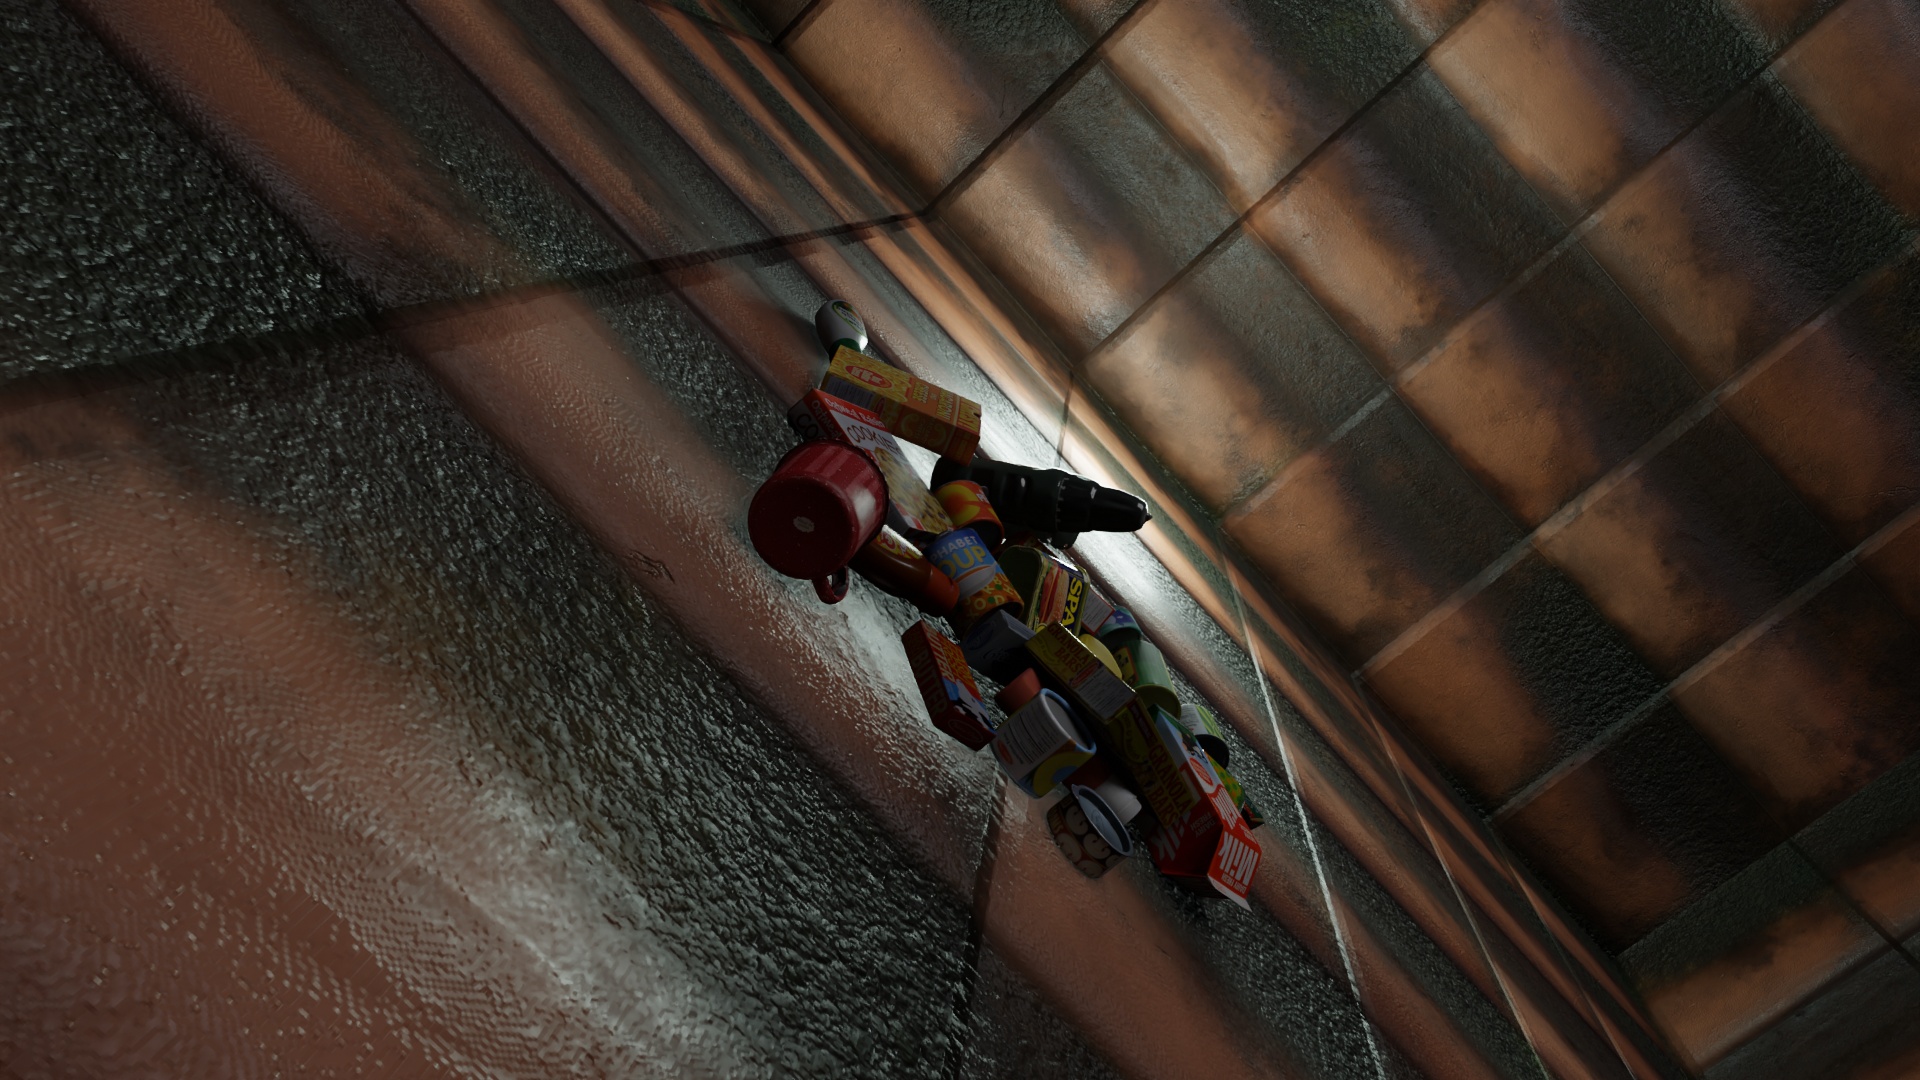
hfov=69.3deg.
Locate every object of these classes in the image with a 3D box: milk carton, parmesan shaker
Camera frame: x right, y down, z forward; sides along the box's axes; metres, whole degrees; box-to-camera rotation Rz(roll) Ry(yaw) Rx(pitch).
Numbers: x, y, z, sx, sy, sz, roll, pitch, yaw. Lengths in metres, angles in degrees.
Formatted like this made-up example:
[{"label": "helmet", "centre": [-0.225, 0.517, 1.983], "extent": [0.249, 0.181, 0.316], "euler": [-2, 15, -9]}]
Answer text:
[{"label": "milk carton", "centre": [0.201, 0.245, 1.239], "extent": [0.072, 0.073, 0.191], "euler": [38, 18, -41]}, {"label": "parmesan shaker", "centre": [0.188, 0.158, 1.453], "extent": [0.071, 0.071, 0.103], "euler": [44, 14, -18]}]

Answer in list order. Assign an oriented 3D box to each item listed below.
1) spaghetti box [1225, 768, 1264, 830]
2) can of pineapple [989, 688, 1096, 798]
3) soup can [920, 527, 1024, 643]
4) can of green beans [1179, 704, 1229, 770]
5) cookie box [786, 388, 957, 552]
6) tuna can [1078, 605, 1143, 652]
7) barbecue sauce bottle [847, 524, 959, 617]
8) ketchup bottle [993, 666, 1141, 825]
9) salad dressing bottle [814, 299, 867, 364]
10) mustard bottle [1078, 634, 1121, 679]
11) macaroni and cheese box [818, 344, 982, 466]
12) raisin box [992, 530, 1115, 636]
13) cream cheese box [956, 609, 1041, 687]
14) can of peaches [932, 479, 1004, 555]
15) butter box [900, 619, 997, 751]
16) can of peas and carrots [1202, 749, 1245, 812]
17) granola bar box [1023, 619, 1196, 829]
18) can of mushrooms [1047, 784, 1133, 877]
[{"label": "spaghetti box", "centre": [0.245, 0.215, 1.536], "extent": [0.251, 0.028, 0.050], "euler": [55, 16, 26]}, {"label": "can of pineapple", "centre": [0.065, 0.160, 1.095], "extent": [0.071, 0.057, 0.071], "euler": [45, 14, -14]}, {"label": "soup can", "centre": [0.007, 0.040, 1.215], "extent": [0.084, 0.071, 0.071], "euler": [56, 16, 26]}, {"label": "can of green beans", "centre": [0.242, 0.214, 1.455], "extent": [0.071, 0.071, 0.058], "euler": [42, 15, -23]}, {"label": "cookie box", "centre": [-0.077, -0.057, 1.282], "extent": [0.168, 0.040, 0.123], "euler": [55, 15, 20]}, {"label": "tuna can", "centre": [0.160, 0.105, 1.504], "extent": [0.071, 0.071, 0.033], "euler": [36, 19, -42]}, {"label": "barbecue sauce bottle", "centre": [-0.061, 0.015, 1.133], "extent": [0.148, 0.043, 0.065], "euler": [38, 17, -37]}, {"label": "ketchup bottle", "centre": [0.090, 0.174, 1.156], "extent": [0.149, 0.043, 0.065], "euler": [50, 6, 6]}, {"label": "salad dressing bottle", "centre": [-0.131, -0.223, 1.549], "extent": [0.064, 0.044, 0.148], "euler": [40, 17, -27]}, {"label": "mustard bottle", "centre": [0.117, 0.135, 1.330], "extent": [0.065, 0.048, 0.160], "euler": [50, 15, 1]}, {"label": "macaroni and cheese box", "centre": [-0.060, -0.141, 1.428], "extent": [0.166, 0.040, 0.124], "euler": [22, 19, -7]}, {"label": "raisin box", "centre": [0.094, 0.045, 1.441], "extent": [0.123, 0.040, 0.086], "euler": [42, -9, -6]}, {"label": "cream cheese box", "centre": [0.048, 0.101, 1.207], "extent": [0.103, 0.053, 0.024], "euler": [35, 21, -43]}, {"label": "can of peaches", "centre": [0.005, -0.017, 1.355], "extent": [0.071, 0.071, 0.058], "euler": [34, 21, -45]}, {"label": "butter box", "centre": [-0.010, 0.111, 1.068], "extent": [0.053, 0.024, 0.104], "euler": [38, 18, -38]}, {"label": "can of peas and carrots", "centre": [0.232, 0.246, 1.345], "extent": [0.058, 0.071, 0.071], "euler": [43, 15, -18]}, {"label": "granola bar box", "centre": [0.127, 0.157, 1.183], "extent": [0.124, 0.039, 0.165], "euler": [43, -12, 48]}, {"label": "can of mushrooms", "centre": [0.098, 0.223, 1.074], "extent": [0.071, 0.033, 0.071], "euler": [44, 15, -15]}]
